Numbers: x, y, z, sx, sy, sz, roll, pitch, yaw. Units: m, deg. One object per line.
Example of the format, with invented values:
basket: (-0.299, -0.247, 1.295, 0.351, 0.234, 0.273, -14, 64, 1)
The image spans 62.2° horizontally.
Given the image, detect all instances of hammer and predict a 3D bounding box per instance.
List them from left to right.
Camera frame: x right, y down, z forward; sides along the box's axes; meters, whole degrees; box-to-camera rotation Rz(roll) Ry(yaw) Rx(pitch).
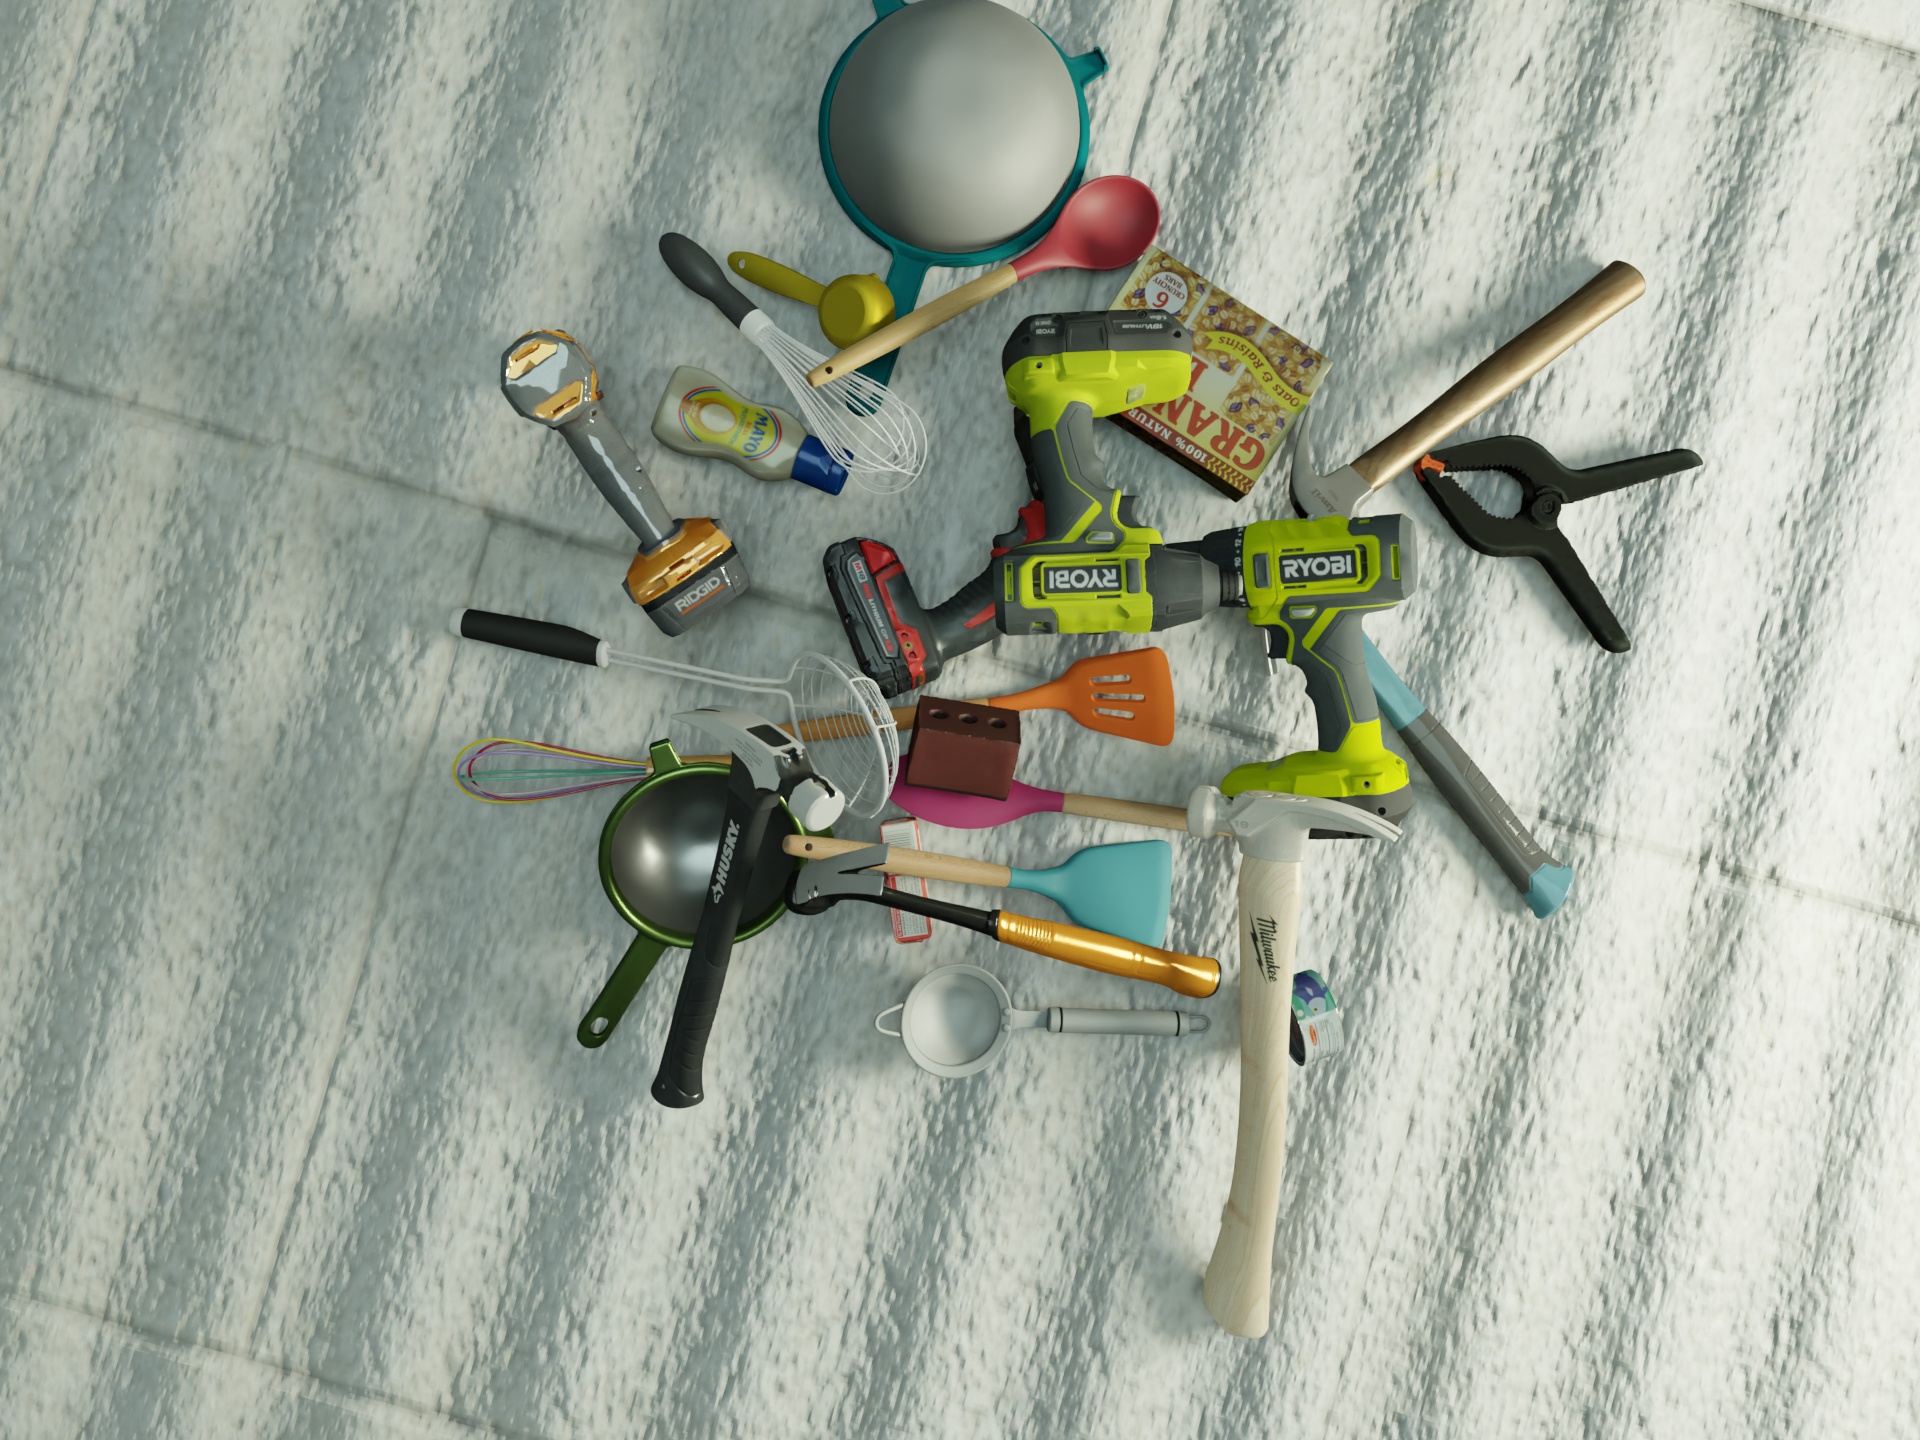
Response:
hammer: (-0.174, 0.143, 1.115, 0.146, 0.035, 0.334, 39, 125, 32)
hammer: (0.051, 0.148, 1.120, 0.336, 0.127, 0.034, 18, 69, -27)
hammer: (0.227, 0.254, 1.145, 0.146, 0.038, 0.410, 7, 103, 25)
hammer: (0.354, 0.009, 1.212, 0.128, 0.033, 0.331, -38, 89, -3)
hammer: (0.386, -0.248, 1.205, 0.331, 0.031, 0.130, -37, 71, -9)

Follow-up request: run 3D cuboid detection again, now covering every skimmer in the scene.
skimmer: (-0.215, -0.019, 1.160, 0.363, 0.090, 0.127, 12, 133, 7)

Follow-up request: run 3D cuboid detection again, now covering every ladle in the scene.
ladle: (0.018, -0.321, 1.182, 0.315, 0.031, 0.069, -32, 98, -19)

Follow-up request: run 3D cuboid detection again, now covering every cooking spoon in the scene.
cooking spoon: (0.102, 0.065, 1.203, 0.319, 0.017, 0.069, 8, 51, -5)

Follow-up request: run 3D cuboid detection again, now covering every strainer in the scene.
strainer: (-0.218, 0.131, 1.188, 0.151, 0.069, 0.256, 28, 106, -21)
strainer: (-0.024, -0.397, 1.188, 0.211, 0.095, 0.340, 18, 86, -1)
strainer: (0.062, 0.226, 1.196, 0.258, 0.050, 0.087, 3, 94, -7)

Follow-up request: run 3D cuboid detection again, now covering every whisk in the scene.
whisk: (-0.258, 0.035, 1.195, 0.245, 0.051, 0.047, -1, 82, -4)
whisk: (-0.131, -0.272, 1.188, 0.070, 0.070, 0.285, -45, 76, -2)

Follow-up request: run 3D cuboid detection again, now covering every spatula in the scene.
spatula: (-0.002, -0.004, 1.201, 0.322, 0.041, 0.081, -7, 113, 0)
spatula: (0.018, 0.108, 1.149, 0.317, 0.044, 0.082, 11, 82, -33)

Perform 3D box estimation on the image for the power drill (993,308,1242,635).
power drill: (0.108, -0.172, 1.128, 0.171, 0.080, 0.223, -2, 76, 3)

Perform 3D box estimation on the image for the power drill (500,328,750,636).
power drill: (-0.250, -0.183, 1.158, 0.084, 0.185, 0.226, -34, 108, -2)

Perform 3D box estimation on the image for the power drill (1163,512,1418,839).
power drill: (0.236, -0.034, 1.155, 0.190, 0.080, 0.228, -2, 102, 21)

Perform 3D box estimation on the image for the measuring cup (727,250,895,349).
measuring cup: (-0.120, -0.322, 1.191, 0.157, 0.029, 0.062, 27, 111, 21)

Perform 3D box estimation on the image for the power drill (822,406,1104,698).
power drill: (0.012, -0.130, 1.190, 0.226, 0.080, 0.188, -21, 83, -5)
